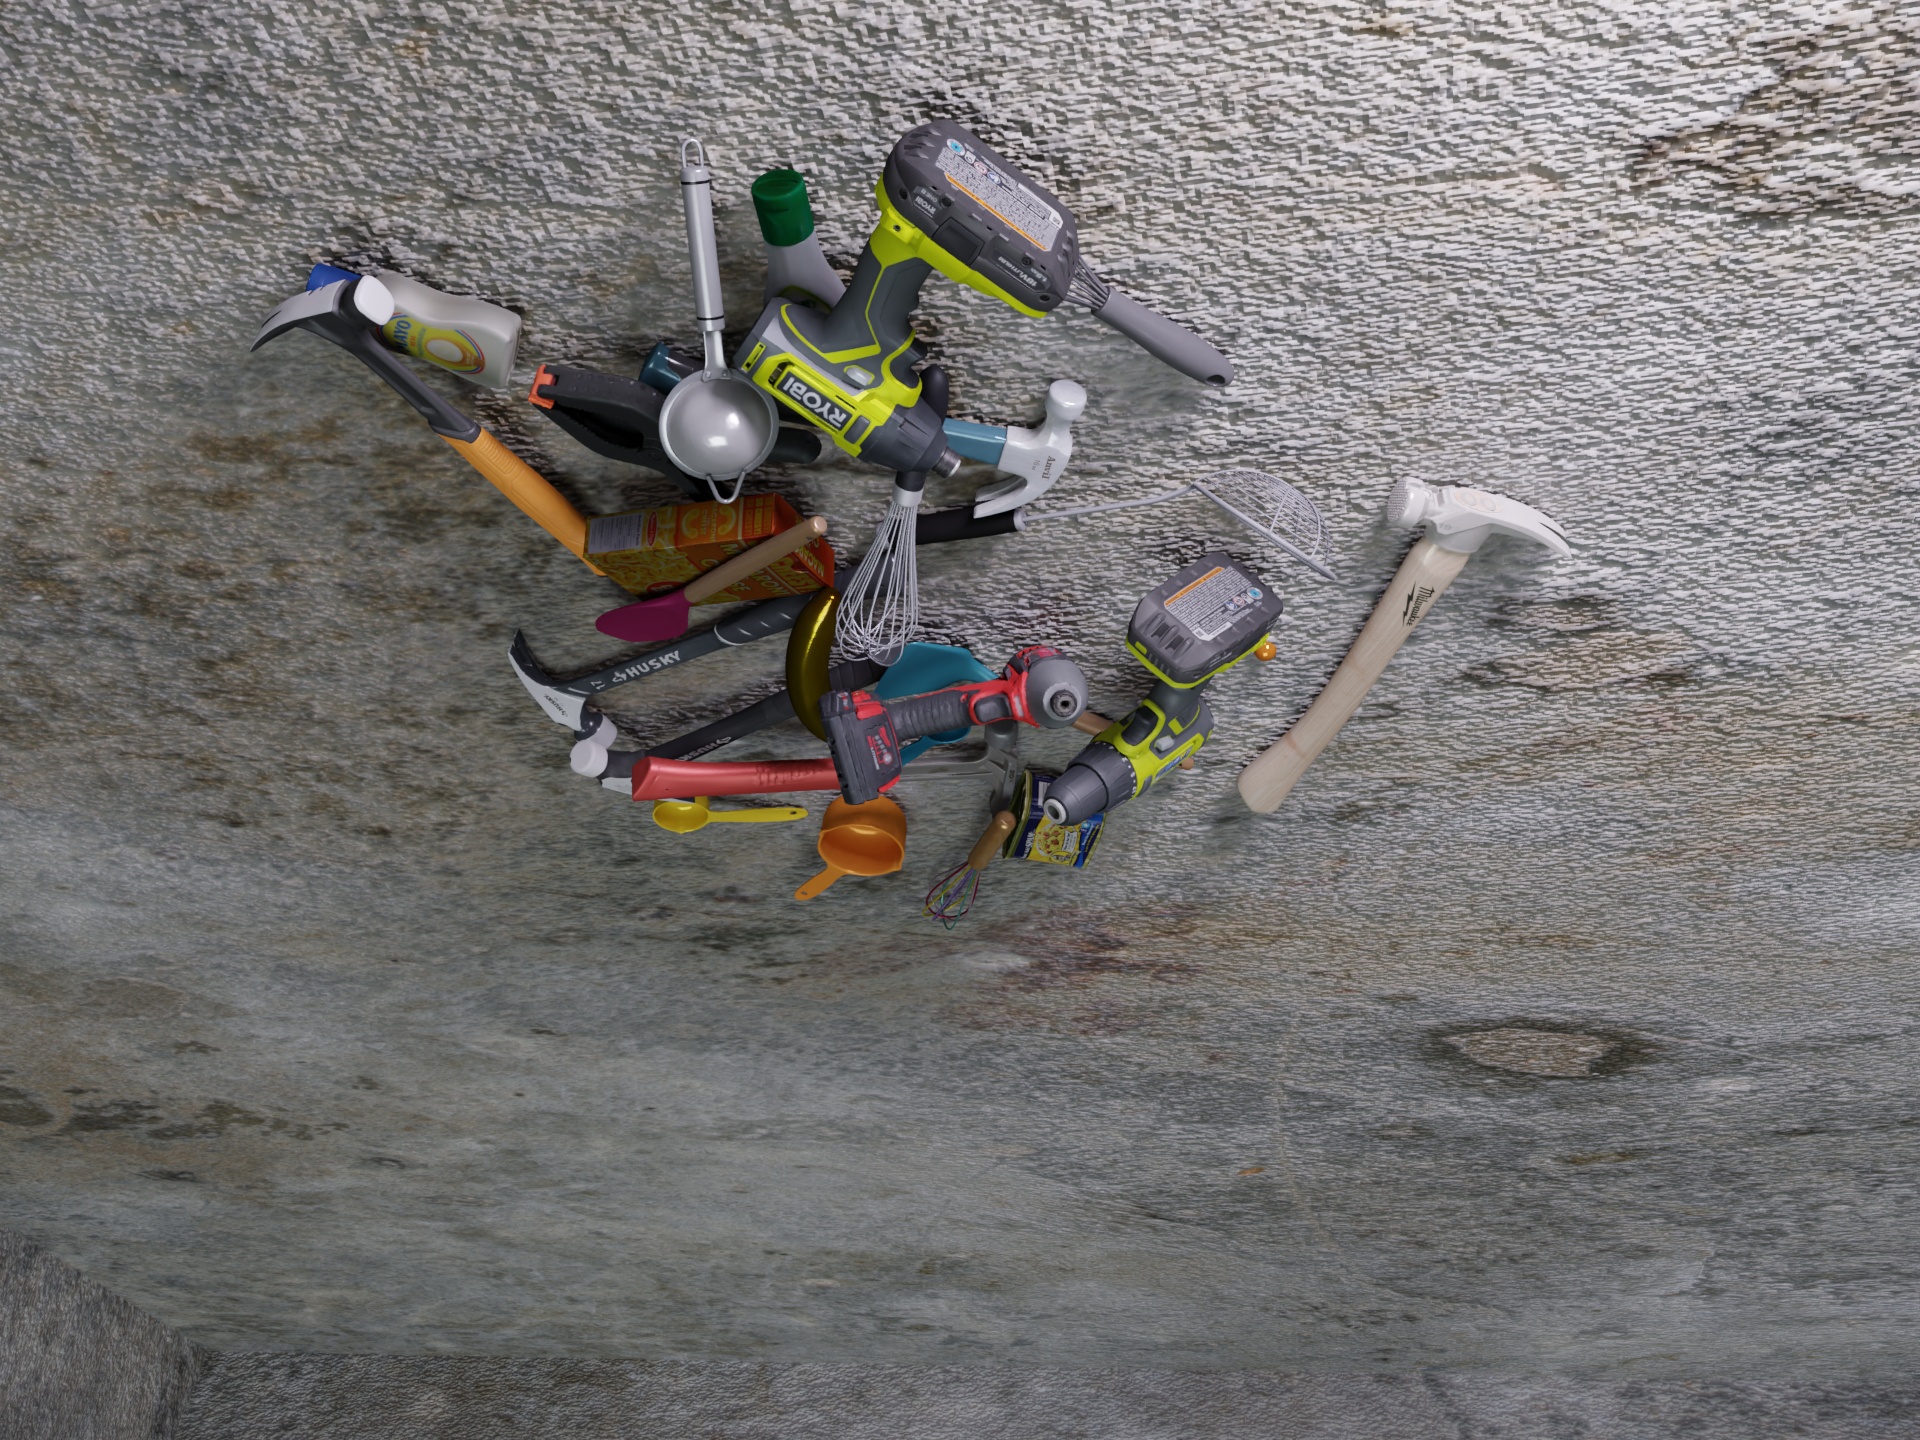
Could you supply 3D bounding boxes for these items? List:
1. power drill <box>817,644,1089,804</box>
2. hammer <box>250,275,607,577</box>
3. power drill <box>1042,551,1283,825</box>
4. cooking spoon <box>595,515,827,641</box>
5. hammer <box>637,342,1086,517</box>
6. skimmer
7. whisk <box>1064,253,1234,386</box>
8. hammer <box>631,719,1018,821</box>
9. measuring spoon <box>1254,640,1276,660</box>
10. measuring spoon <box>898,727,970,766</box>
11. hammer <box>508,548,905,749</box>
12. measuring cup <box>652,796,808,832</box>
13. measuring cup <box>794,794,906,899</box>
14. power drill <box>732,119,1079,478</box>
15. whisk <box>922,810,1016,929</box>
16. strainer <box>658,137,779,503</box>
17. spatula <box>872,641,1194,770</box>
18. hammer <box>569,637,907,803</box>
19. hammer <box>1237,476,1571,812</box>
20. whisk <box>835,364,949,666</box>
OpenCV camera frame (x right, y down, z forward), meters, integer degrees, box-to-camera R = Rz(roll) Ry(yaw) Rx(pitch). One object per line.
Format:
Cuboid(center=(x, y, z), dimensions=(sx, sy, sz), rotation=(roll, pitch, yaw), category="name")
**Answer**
Cuboid(center=(-0.002, -0.004, 1.320), dimensions=(0.219, 0.143, 0.078), rotation=(-16, 103, -4), category="power drill")
Cuboid(center=(-0.382, -0.212, 1.236), dimensions=(0.127, 0.034, 0.336), rotation=(-5, 149, 31), category="hammer")
Cuboid(center=(0.161, -0.015, 1.318), dimensions=(0.080, 0.190, 0.228), rotation=(43, 141, 19), category="power drill")
Cuboid(center=(-0.202, -0.109, 1.275), dimensions=(0.068, 0.017, 0.319), rotation=(19, 156, -36), category="cooking spoon")
Cuboid(center=(-0.080, -0.233, 1.205), dimensions=(0.331, 0.033, 0.128), rotation=(11, 139, -5), category="hammer")
Cuboid(center=(0.107, -0.136, 1.248), dimensions=(0.363, 0.090, 0.127), rotation=(-5, 179, 18), category="skimmer")
Cuboid(center=(0.100, -0.293, 1.101), dimensions=(0.238, 0.055, 0.055), rotation=(25, 137, -26), category="whisk")
Cuboid(center=(-0.126, 0.056, 1.498), dimensions=(0.359, 0.037, 0.149), rotation=(-3, 140, -9), category="hammer")
Cuboid(center=(0.236, -0.086, 1.350), dimensions=(0.021, 0.011, 0.116), rotation=(-21, 133, 29), category="measuring spoon")
Cuboid(center=(-0.044, 0.020, 1.438), dimensions=(0.128, 0.021, 0.042), rotation=(-31, 138, 32), category="measuring spoon")
Cuboid(center=(-0.223, -0.076, 1.412), dimensions=(0.409, 0.036, 0.149), rotation=(-18, 133, 26), category="hammer")
Cuboid(center=(-0.234, 0.087, 1.622), dimensions=(0.156, 0.029, 0.062), rotation=(0, 143, -10), category="measuring cup")
Cuboid(center=(-0.121, 0.131, 1.631), dimensions=(0.095, 0.052, 0.173), rotation=(27, 138, -23), category="measuring cup")
Cuboid(center=(-0.028, -0.264, 1.050), dimensions=(0.171, 0.080, 0.223), rotation=(33, 136, -15), category="power drill")
Cuboid(center=(0.009, 0.153, 1.613), dimensions=(0.047, 0.051, 0.244), rotation=(9, 149, -13), category="whisk")
Cuboid(center=(-0.174, -0.269, 1.109), dimensions=(0.087, 0.050, 0.258), rotation=(-10, 116, -13), category="strainer")
Cuboid(center=(0.077, -0.005, 1.446), dimensions=(0.317, 0.044, 0.082), rotation=(21, 133, -18), category="spatula")
Cuboid(center=(-0.189, 0.000, 1.476), dimensions=(0.335, 0.035, 0.146), rotation=(-22, 154, 23), category="hammer")
Cuboid(center=(0.353, -0.042, 1.368), dimensions=(0.146, 0.038, 0.410), rotation=(13, 140, -10), category="hammer")
Cuboid(center=(-0.046, -0.152, 1.229), dimensions=(0.070, 0.070, 0.284), rotation=(12, 133, -6), category="whisk")
